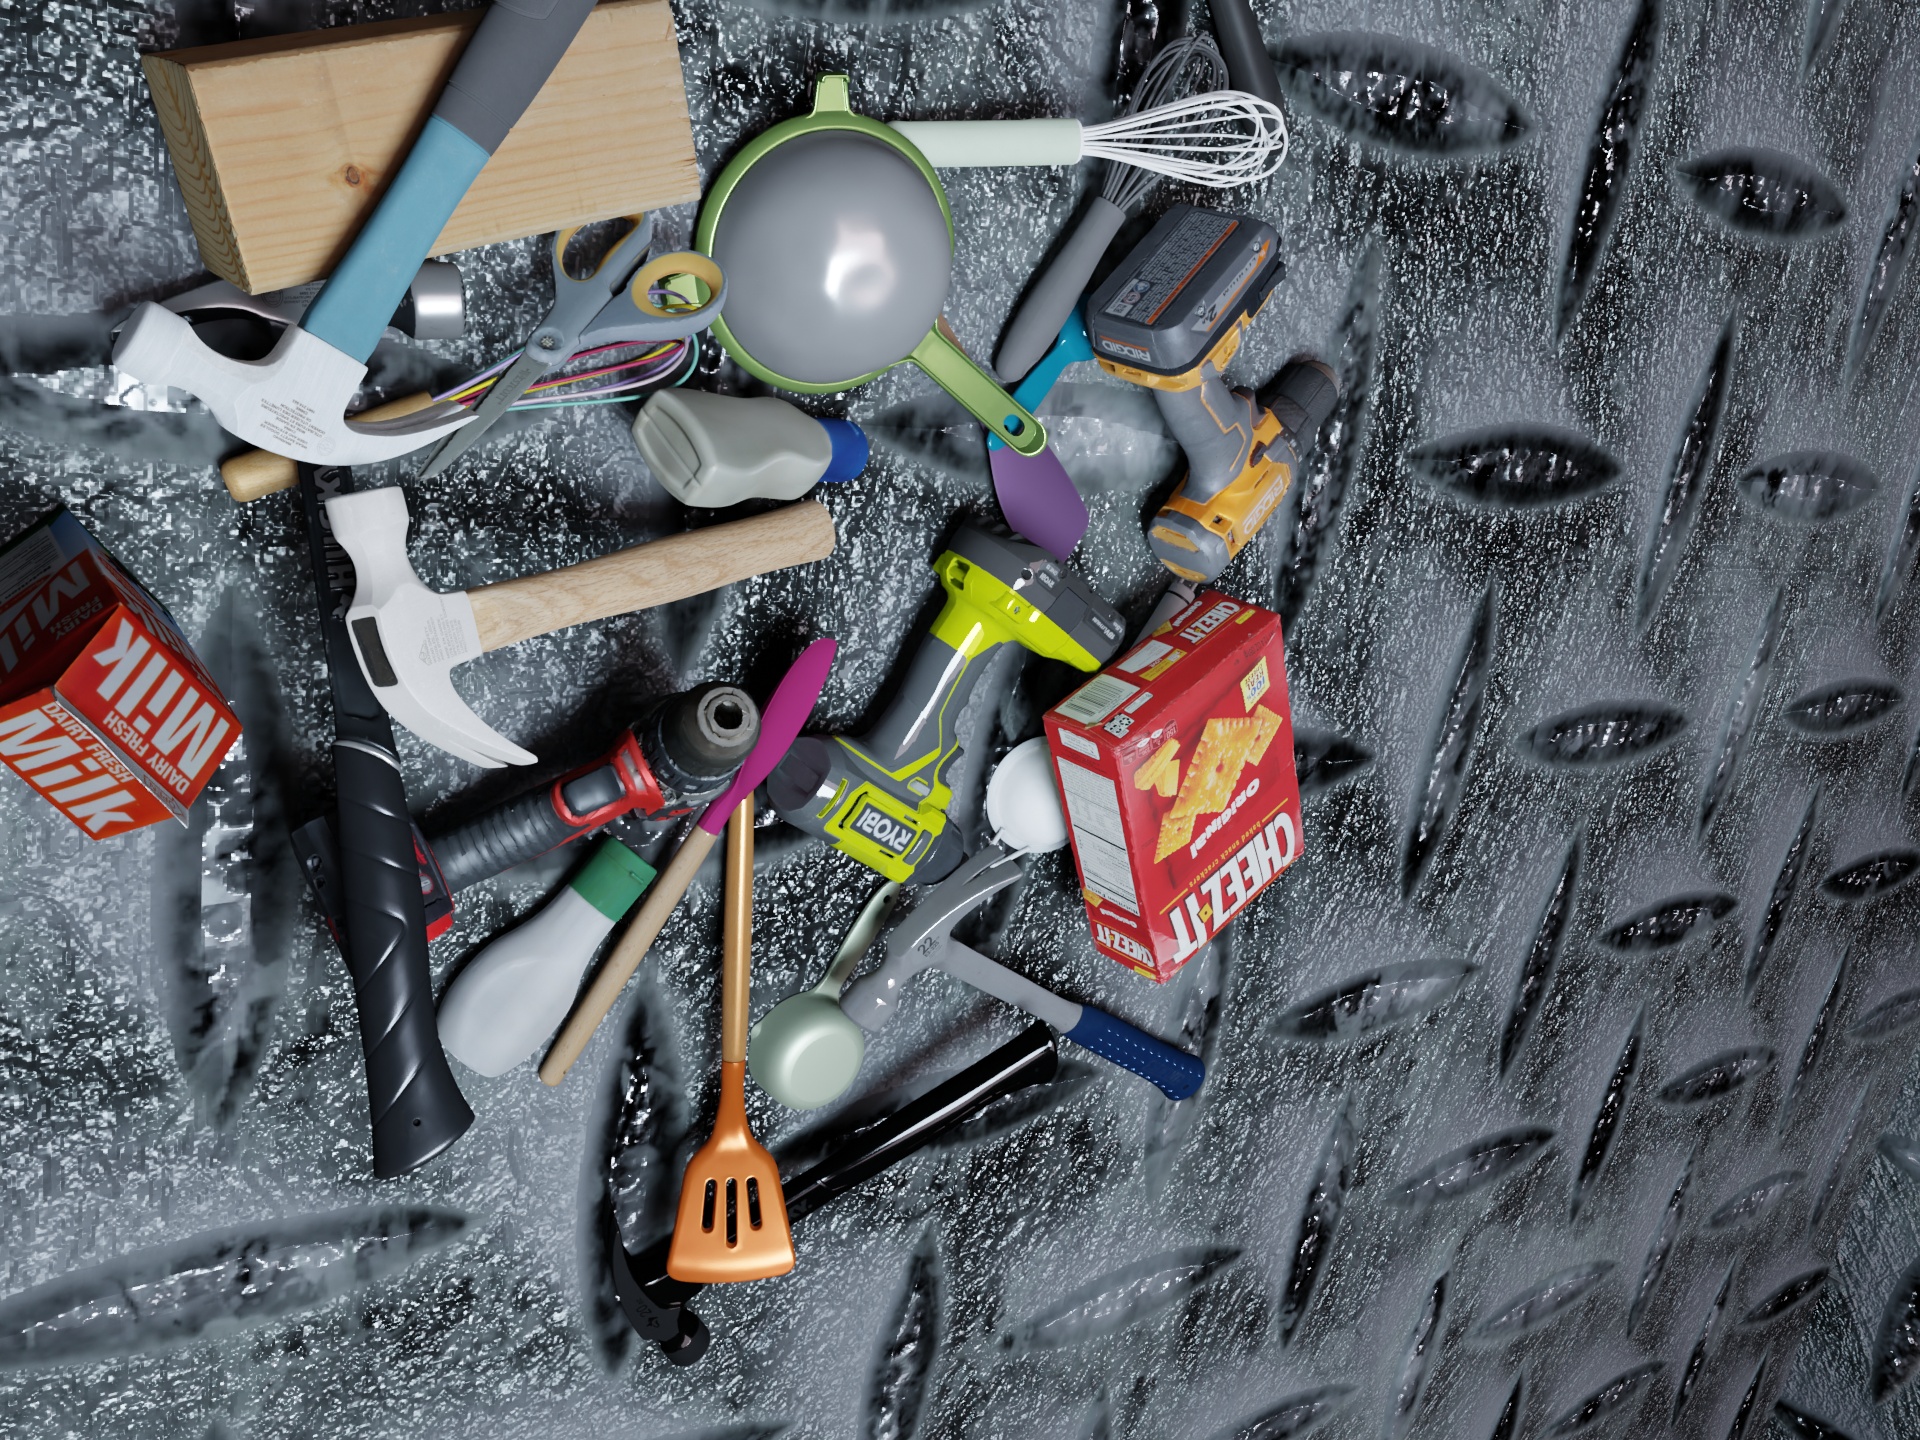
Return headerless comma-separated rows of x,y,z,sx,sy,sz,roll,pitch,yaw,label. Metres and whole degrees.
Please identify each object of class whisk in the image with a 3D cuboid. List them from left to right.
-0.237,-0.157,0.782,0.245,0.047,0.051,-26,112,-21,whisk
0.072,-0.329,0.900,0.246,0.058,0.059,-6,78,-14,whisk
0.088,-0.308,0.960,0.055,0.055,0.239,29,94,-42,whisk
0.145,-0.455,0.930,0.073,0.073,0.295,-47,137,-11,whisk

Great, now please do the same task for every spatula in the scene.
-0.139,0.190,0.984,0.081,0.041,0.322,1,101,-11,spatula
0.000,-0.206,0.953,0.060,0.018,0.315,-55,133,-19,spatula

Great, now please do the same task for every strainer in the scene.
-0.026,-0.214,0.874,0.256,0.069,0.151,35,97,-37,strainer
0.099,-0.002,1.111,0.086,0.050,0.258,36,82,-27,strainer

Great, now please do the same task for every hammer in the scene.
-0.272,-0.004,0.706,0.149,0.036,0.409,-7,87,-24,hammer
-0.198,-0.251,0.649,0.128,0.033,0.331,32,90,-42,hammer
-0.162,-0.068,0.789,0.331,0.031,0.130,-27,109,-57,hammer
-0.081,0.298,1.065,0.335,0.035,0.146,-30,125,-8,hammer
0.079,0.211,1.162,0.144,0.035,0.405,-50,138,4,hammer

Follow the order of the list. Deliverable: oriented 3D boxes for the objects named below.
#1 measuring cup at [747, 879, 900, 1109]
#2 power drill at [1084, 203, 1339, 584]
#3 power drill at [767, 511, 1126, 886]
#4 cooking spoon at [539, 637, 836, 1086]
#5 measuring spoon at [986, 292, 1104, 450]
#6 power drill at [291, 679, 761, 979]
-0.077,0.184,1.057,0.083,0.038,0.167,28,94,-42,measuring cup
0.176,-0.223,1.032,0.185,0.084,0.226,-50,142,-18,power drill
-0.002,-0.003,1.010,0.223,0.080,0.171,-55,137,0,power drill
-0.163,0.085,0.937,0.319,0.017,0.068,-57,167,7,cooking spoon
0.059,-0.212,0.981,0.129,0.021,0.042,-54,134,-18,measuring spoon
-0.210,0.046,0.803,0.226,0.188,0.080,-25,90,-24,power drill
